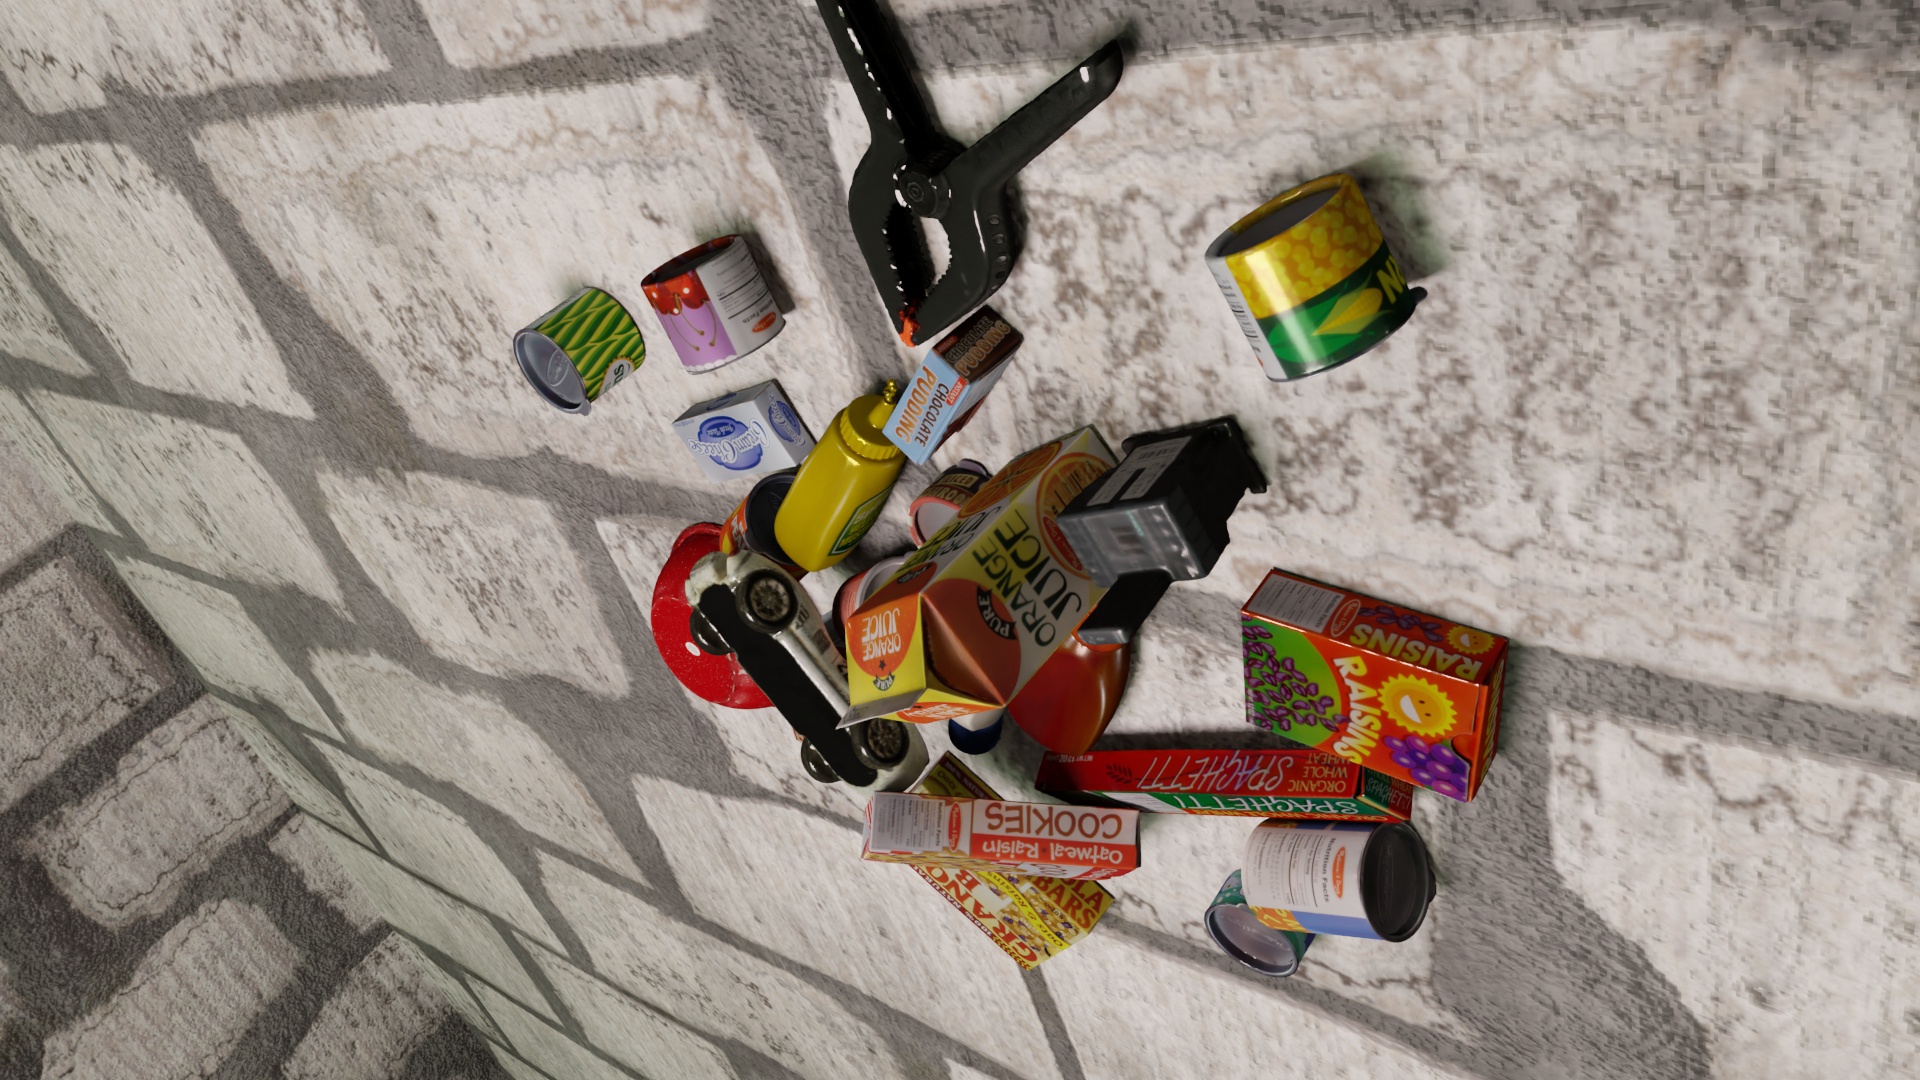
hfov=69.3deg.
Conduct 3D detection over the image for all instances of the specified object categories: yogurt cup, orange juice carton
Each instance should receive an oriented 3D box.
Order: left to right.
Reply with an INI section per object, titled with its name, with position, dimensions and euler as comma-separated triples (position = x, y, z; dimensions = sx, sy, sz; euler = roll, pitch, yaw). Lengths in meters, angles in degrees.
[yogurt cup]
position = -0.048, 0.046, 0.906
dimensions = 0.072, 0.073, 0.054
euler = 54, 152, -14
[orange juice carton]
position = 0.014, 0.029, 0.712
dimensions = 0.073, 0.194, 0.071
euler = 53, 145, -11

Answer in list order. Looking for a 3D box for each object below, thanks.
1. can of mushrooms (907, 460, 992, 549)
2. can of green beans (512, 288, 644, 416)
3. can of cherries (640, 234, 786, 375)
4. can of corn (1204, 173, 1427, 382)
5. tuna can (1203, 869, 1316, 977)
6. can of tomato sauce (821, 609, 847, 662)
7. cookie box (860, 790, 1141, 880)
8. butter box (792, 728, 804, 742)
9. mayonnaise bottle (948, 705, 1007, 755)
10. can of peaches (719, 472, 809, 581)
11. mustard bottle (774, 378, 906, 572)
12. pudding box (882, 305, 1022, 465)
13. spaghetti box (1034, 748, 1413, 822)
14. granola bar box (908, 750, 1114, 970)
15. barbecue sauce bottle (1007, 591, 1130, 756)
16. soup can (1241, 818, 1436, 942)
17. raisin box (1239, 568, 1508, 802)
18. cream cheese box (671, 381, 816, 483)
[can of mushrooms]
position = 0.003, -0.010, 0.822
dimensions = 0.071, 0.033, 0.070
euler = 27, 142, 24
[can of green beans]
position = -0.257, -0.128, 0.938
dimensions = 0.071, 0.058, 0.071
euler = 26, 141, 24
[can of cherries]
position = -0.146, -0.138, 0.810
dimensions = 0.071, 0.072, 0.058
euler = 1, 127, 44
[can of corn]
position = 0.142, -0.107, 0.559
dimensions = 0.071, 0.071, 0.058
euler = -12, 117, 50
[tuna can]
position = 0.194, 0.245, 0.894
dimensions = 0.071, 0.033, 0.070
euler = 26, 141, 23
[can of tomato sauce]
position = -0.070, 0.094, 0.970
dimensions = 0.071, 0.071, 0.083
euler = -10, 118, 49
[cookie box]
position = 0.022, 0.194, 0.904
dimensions = 0.167, 0.040, 0.122
euler = 6, 163, -5
[butter box]
position = -0.089, 0.148, 1.085
dimensions = 0.103, 0.024, 0.052
euler = 18, 137, 32
[mayonnaise bottle]
position = 0.012, 0.087, 0.890
dimensions = 0.041, 0.065, 0.147
euler = 37, 149, 23
[can of peaches]
position = -0.122, -0.003, 0.922
dimensions = 0.071, 0.071, 0.058
euler = 47, 146, -4
[mustard bottle]
position = -0.065, -0.042, 0.833
dimensions = 0.049, 0.065, 0.159
euler = 44, 141, 8
[pudding box]
position = -0.005, -0.081, 0.743
dimensions = 0.030, 0.050, 0.083
euler = 43, 145, 4
[spaghetti box]
position = 0.147, 0.144, 0.824
dimensions = 0.050, 0.029, 0.249
euler = 28, 156, -34
[granola bar box]
position = 0.021, 0.250, 1.065
dimensions = 0.165, 0.039, 0.123
euler = 41, 145, 5
[barbecue sauce bottle]
position = 0.073, 0.071, 0.828
dimensions = 0.065, 0.044, 0.147
euler = 34, 143, 13
[soup can]
position = 0.215, 0.192, 0.793
dimensions = 0.083, 0.072, 0.071
euler = -12, 117, 51
[raisin box]
position = 0.206, 0.072, 0.700
dimensions = 0.123, 0.040, 0.085
euler = 18, 136, 31
[cream cheese box]
position = -0.143, -0.070, 0.916
dimensions = 0.103, 0.024, 0.053
euler = -8, 122, 49
